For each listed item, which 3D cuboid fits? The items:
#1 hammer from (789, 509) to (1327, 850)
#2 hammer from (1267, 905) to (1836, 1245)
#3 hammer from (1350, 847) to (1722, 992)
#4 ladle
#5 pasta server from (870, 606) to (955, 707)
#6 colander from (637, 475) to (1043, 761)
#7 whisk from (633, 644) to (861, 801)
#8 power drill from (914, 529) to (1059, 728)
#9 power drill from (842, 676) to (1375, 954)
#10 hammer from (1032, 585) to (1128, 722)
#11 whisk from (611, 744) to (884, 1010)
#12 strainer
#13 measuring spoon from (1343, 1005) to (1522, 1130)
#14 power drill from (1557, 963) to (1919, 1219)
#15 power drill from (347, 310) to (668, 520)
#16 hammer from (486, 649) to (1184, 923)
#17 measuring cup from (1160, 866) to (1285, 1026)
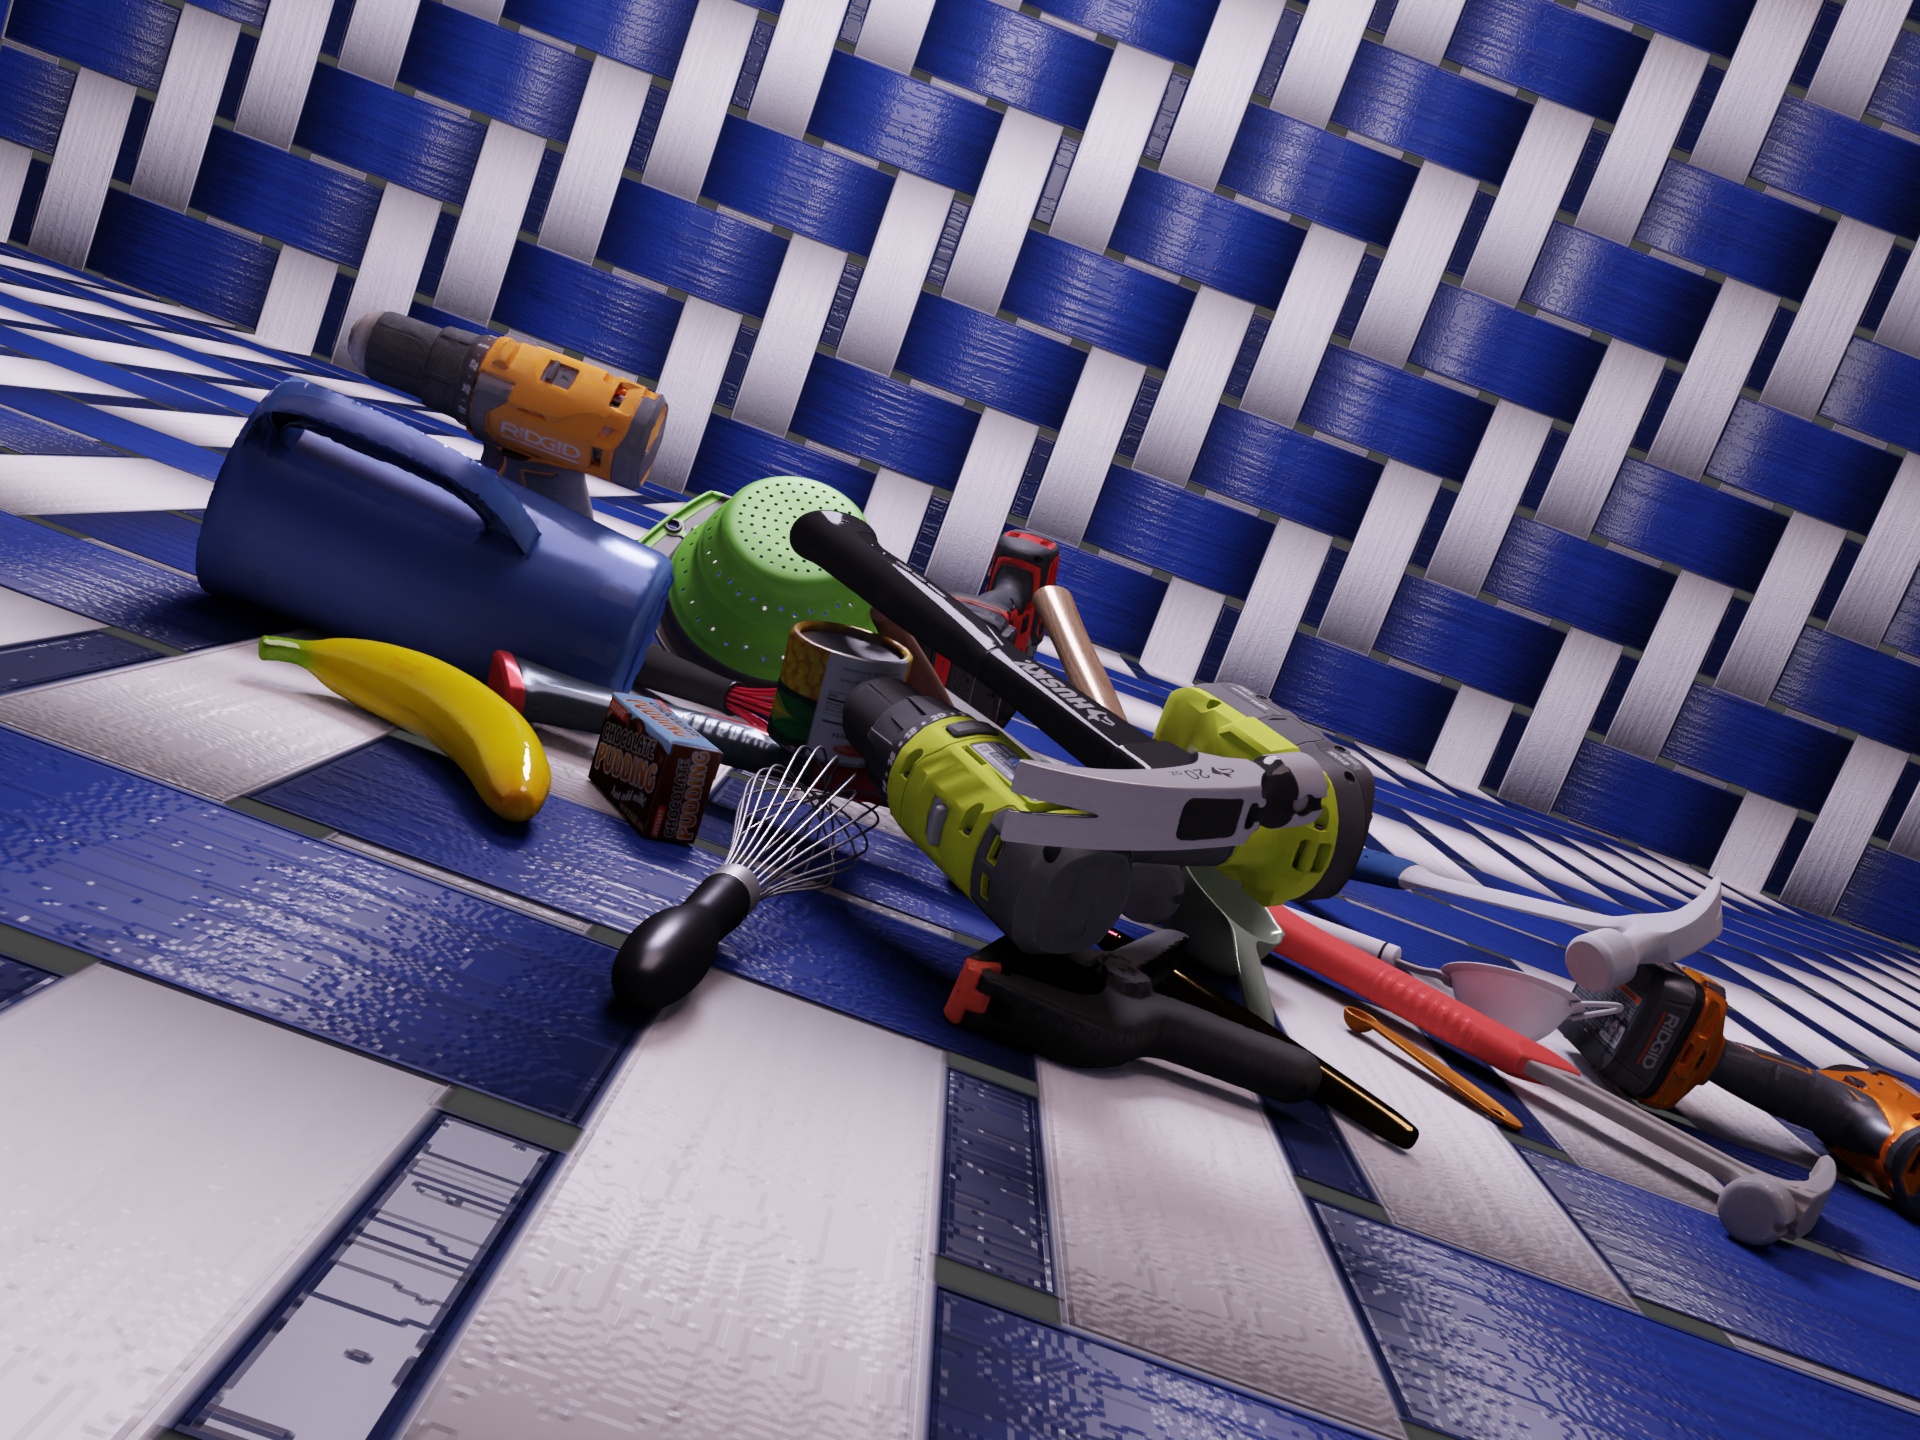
[{"bbox_3d":[0.006,-0.031,0.750,0.146,0.035,0.335,-4,28,-35],"label":"hammer"},{"bbox_3d":[0.303,0.181,0.906,0.359,0.036,0.149,27,10,36],"label":"hammer"},{"bbox_3d":[0.325,0.110,1.101,0.144,0.035,0.406,-12,11,-29],"label":"hammer"},{"bbox_3d":[0.100,0.126,0.808,0.069,0.031,0.316,-1,23,-43],"label":"ladle"},{"bbox_3d":[-0.002,-0.003,0.987,0.060,0.040,0.316,54,-2,26],"label":"pasta server"},{"bbox_3d":[-0.062,-0.066,1.164,0.397,0.094,0.204,36,53,11],"label":"colander"},{"bbox_3d":[-0.131,-0.009,1.025,0.296,0.073,0.073,19,6,31],"label":"whisk"},{"bbox_3d":[0.021,-0.050,1.367,0.080,0.187,0.227,17,26,11],"label":"power drill"},{"bbox_3d":[0.068,0.031,0.774,0.228,0.080,0.191,-1,27,-34],"label":"power drill"},{"bbox_3d":[0.108,0.003,1.175,0.130,0.031,0.332,17,32,-28],"label":"hammer"},{"bbox_3d":[-0.087,0.064,0.670,0.070,0.070,0.284,21,13,4],"label":"whisk"},{"bbox_3d":[0.277,0.155,1.002,0.259,0.050,0.086,18,-19,30],"label":"strainer"},{"bbox_3d":[0.248,0.186,0.845,0.021,0.011,0.117,14,14,-43],"label":"measuring spoon"},{"bbox_3d":[0.501,0.220,0.997,0.226,0.084,0.164,25,8,2],"label":"power drill"},{"bbox_3d":[-0.289,-0.149,0.998,0.185,0.226,0.084,20,52,-6],"label":"power drill"},{"bbox_3d":[-0.068,0.022,0.879,0.386,0.038,0.143,15,18,0],"label":"hammer"},{"bbox_3d":[0.142,0.130,0.865,0.083,0.038,0.168,36,21,-15],"label":"measuring cup"}]
